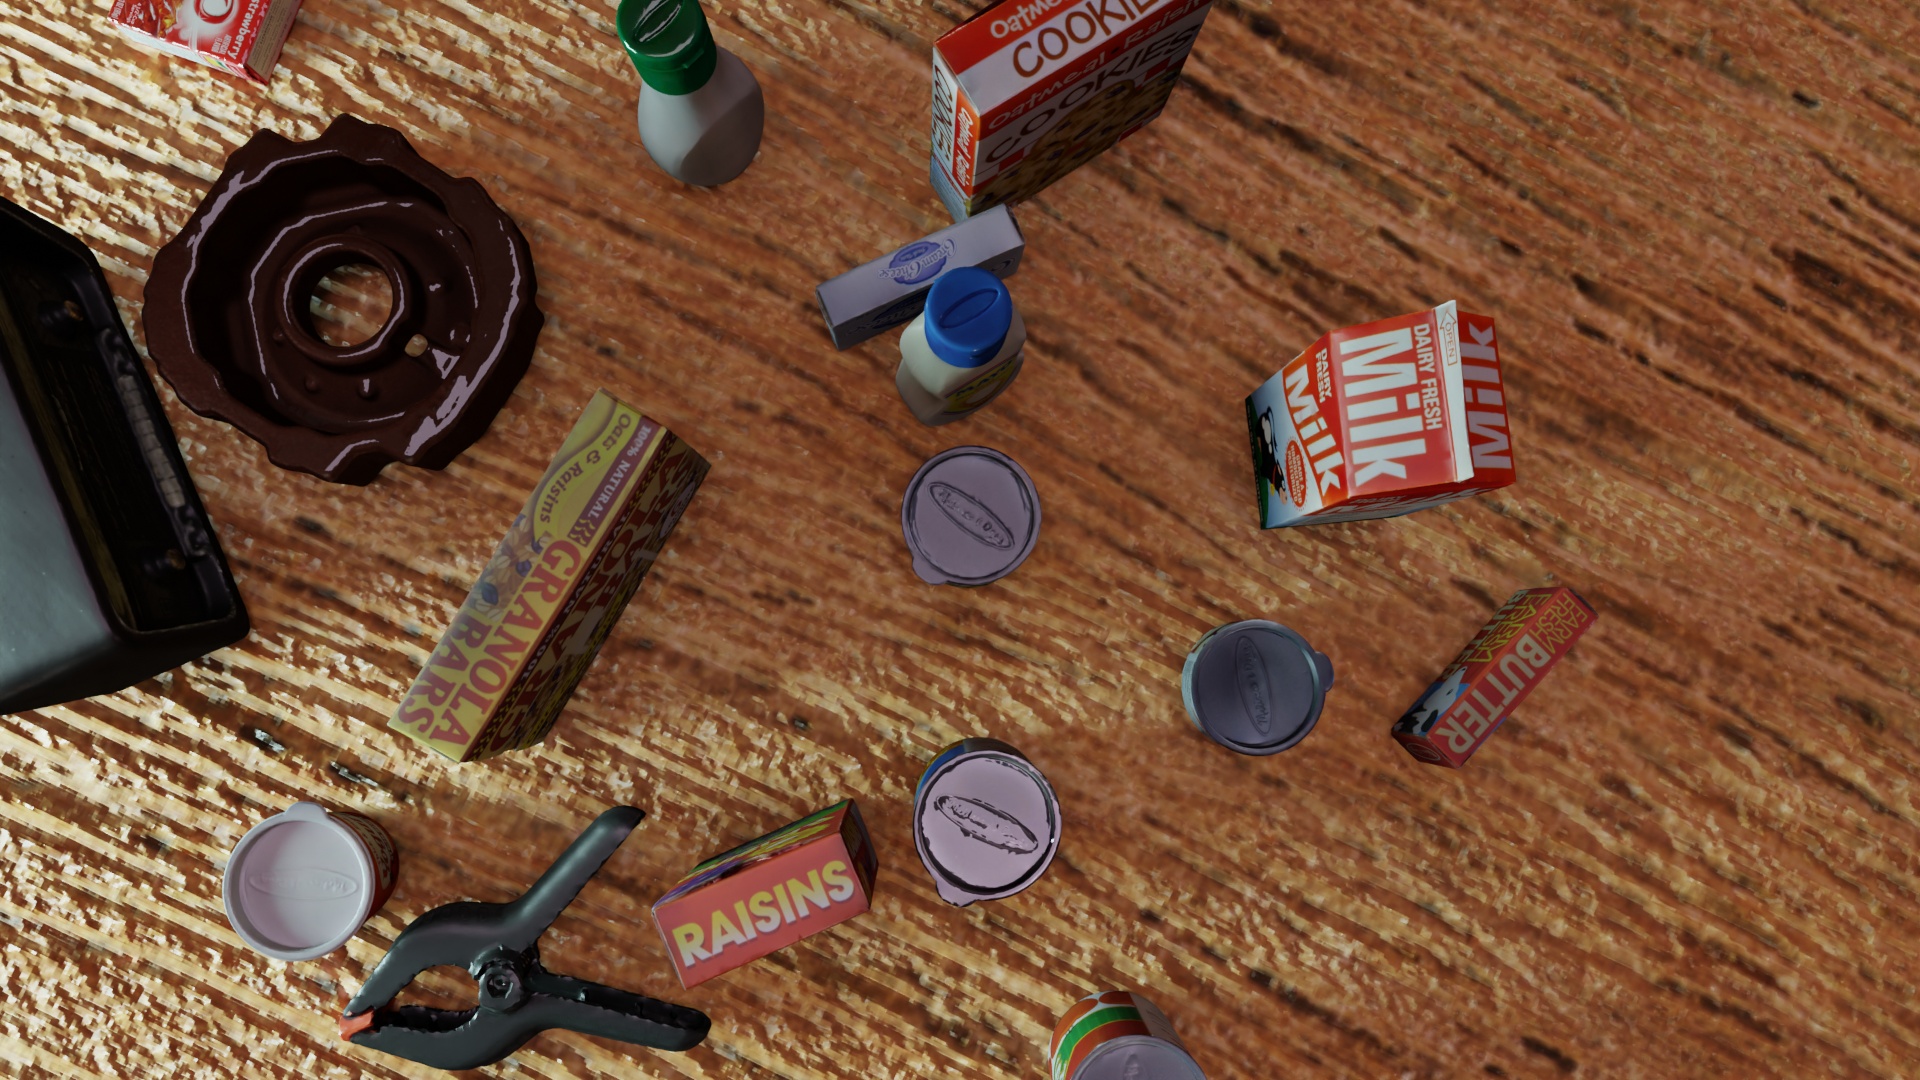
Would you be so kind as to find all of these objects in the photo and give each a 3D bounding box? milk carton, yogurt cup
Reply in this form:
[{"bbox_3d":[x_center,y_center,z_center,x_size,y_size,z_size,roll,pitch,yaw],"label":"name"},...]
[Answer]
[{"bbox_3d":[0.188,-0.051,0.621,0.073,0.190,0.072,-5,86,-2],"label":"milk carton"},{"bbox_3d":[-0.302,0.159,0.657,0.072,0.054,0.072,0,86,-2],"label":"yogurt cup"}]

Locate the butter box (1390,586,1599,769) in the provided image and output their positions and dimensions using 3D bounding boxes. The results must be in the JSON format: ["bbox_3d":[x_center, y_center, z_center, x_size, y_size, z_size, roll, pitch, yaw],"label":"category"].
[{"bbox_3d":[0.261,0.066,0.683,0.024,0.053,0.103,44,85,2],"label":"butter box"}]

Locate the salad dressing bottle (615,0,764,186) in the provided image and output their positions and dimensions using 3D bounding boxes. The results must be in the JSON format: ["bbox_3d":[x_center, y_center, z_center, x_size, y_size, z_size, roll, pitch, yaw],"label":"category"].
[{"bbox_3d":[-0.126,-0.210,0.646,0.044,0.147,0.064,44,86,2],"label":"salad dressing bottle"}]

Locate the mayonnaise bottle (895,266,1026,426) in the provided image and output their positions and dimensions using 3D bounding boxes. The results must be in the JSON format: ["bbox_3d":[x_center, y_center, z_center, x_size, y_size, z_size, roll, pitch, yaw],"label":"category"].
[{"bbox_3d":[0.001,-0.089,0.640,0.065,0.148,0.041,-32,87,-4],"label":"mayonnaise bottle"}]

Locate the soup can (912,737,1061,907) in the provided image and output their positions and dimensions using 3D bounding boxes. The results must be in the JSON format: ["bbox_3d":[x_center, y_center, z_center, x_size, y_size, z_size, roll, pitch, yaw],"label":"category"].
[{"bbox_3d":[0.009,0.131,0.654,0.071,0.083,0.071,0,86,-2],"label":"soup can"}]

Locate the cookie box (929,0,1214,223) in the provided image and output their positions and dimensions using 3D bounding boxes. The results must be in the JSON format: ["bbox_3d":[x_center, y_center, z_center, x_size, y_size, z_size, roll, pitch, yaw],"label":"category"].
[{"bbox_3d":[0.046,-0.212,0.642,0.123,0.167,0.040,-32,87,-4],"label":"cookie box"}]

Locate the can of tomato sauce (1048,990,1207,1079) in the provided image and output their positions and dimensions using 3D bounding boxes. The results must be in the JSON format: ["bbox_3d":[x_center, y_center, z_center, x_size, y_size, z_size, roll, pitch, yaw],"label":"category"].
[{"bbox_3d":[0.075,0.253,0.646,0.071,0.083,0.071,0,86,-2],"label":"can of tomato sauce"}]

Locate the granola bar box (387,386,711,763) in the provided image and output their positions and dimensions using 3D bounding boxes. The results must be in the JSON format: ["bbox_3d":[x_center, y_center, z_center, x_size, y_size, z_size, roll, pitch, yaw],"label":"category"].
[{"bbox_3d":[-0.180,0.019,0.637,0.039,0.124,0.165,31,85,1],"label":"granola bar box"}]

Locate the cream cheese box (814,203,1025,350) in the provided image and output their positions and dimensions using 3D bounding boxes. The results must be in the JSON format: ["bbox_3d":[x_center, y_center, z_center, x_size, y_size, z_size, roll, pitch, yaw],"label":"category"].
[{"bbox_3d":[-0.020,-0.130,0.690,0.104,0.053,0.024,-25,87,-4],"label":"cream cheese box"}]

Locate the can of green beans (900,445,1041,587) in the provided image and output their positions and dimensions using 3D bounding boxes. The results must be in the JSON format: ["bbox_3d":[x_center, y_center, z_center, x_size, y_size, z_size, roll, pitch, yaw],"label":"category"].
[{"bbox_3d":[0.004,-0.010,0.678,0.071,0.058,0.071,0,86,-2],"label":"can of green beans"}]

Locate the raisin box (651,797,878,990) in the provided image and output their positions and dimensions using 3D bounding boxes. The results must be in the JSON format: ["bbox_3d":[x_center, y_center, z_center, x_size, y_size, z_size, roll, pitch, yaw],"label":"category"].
[{"bbox_3d":[-0.083,0.155,0.629,0.086,0.123,0.040,-22,87,-3],"label":"raisin box"}]

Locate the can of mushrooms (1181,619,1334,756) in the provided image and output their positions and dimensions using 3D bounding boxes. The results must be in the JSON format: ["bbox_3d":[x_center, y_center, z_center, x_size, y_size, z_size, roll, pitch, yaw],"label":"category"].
[{"bbox_3d":[0.146,0.072,0.688,0.071,0.033,0.071,0,85,-2],"label":"can of mushrooms"}]
